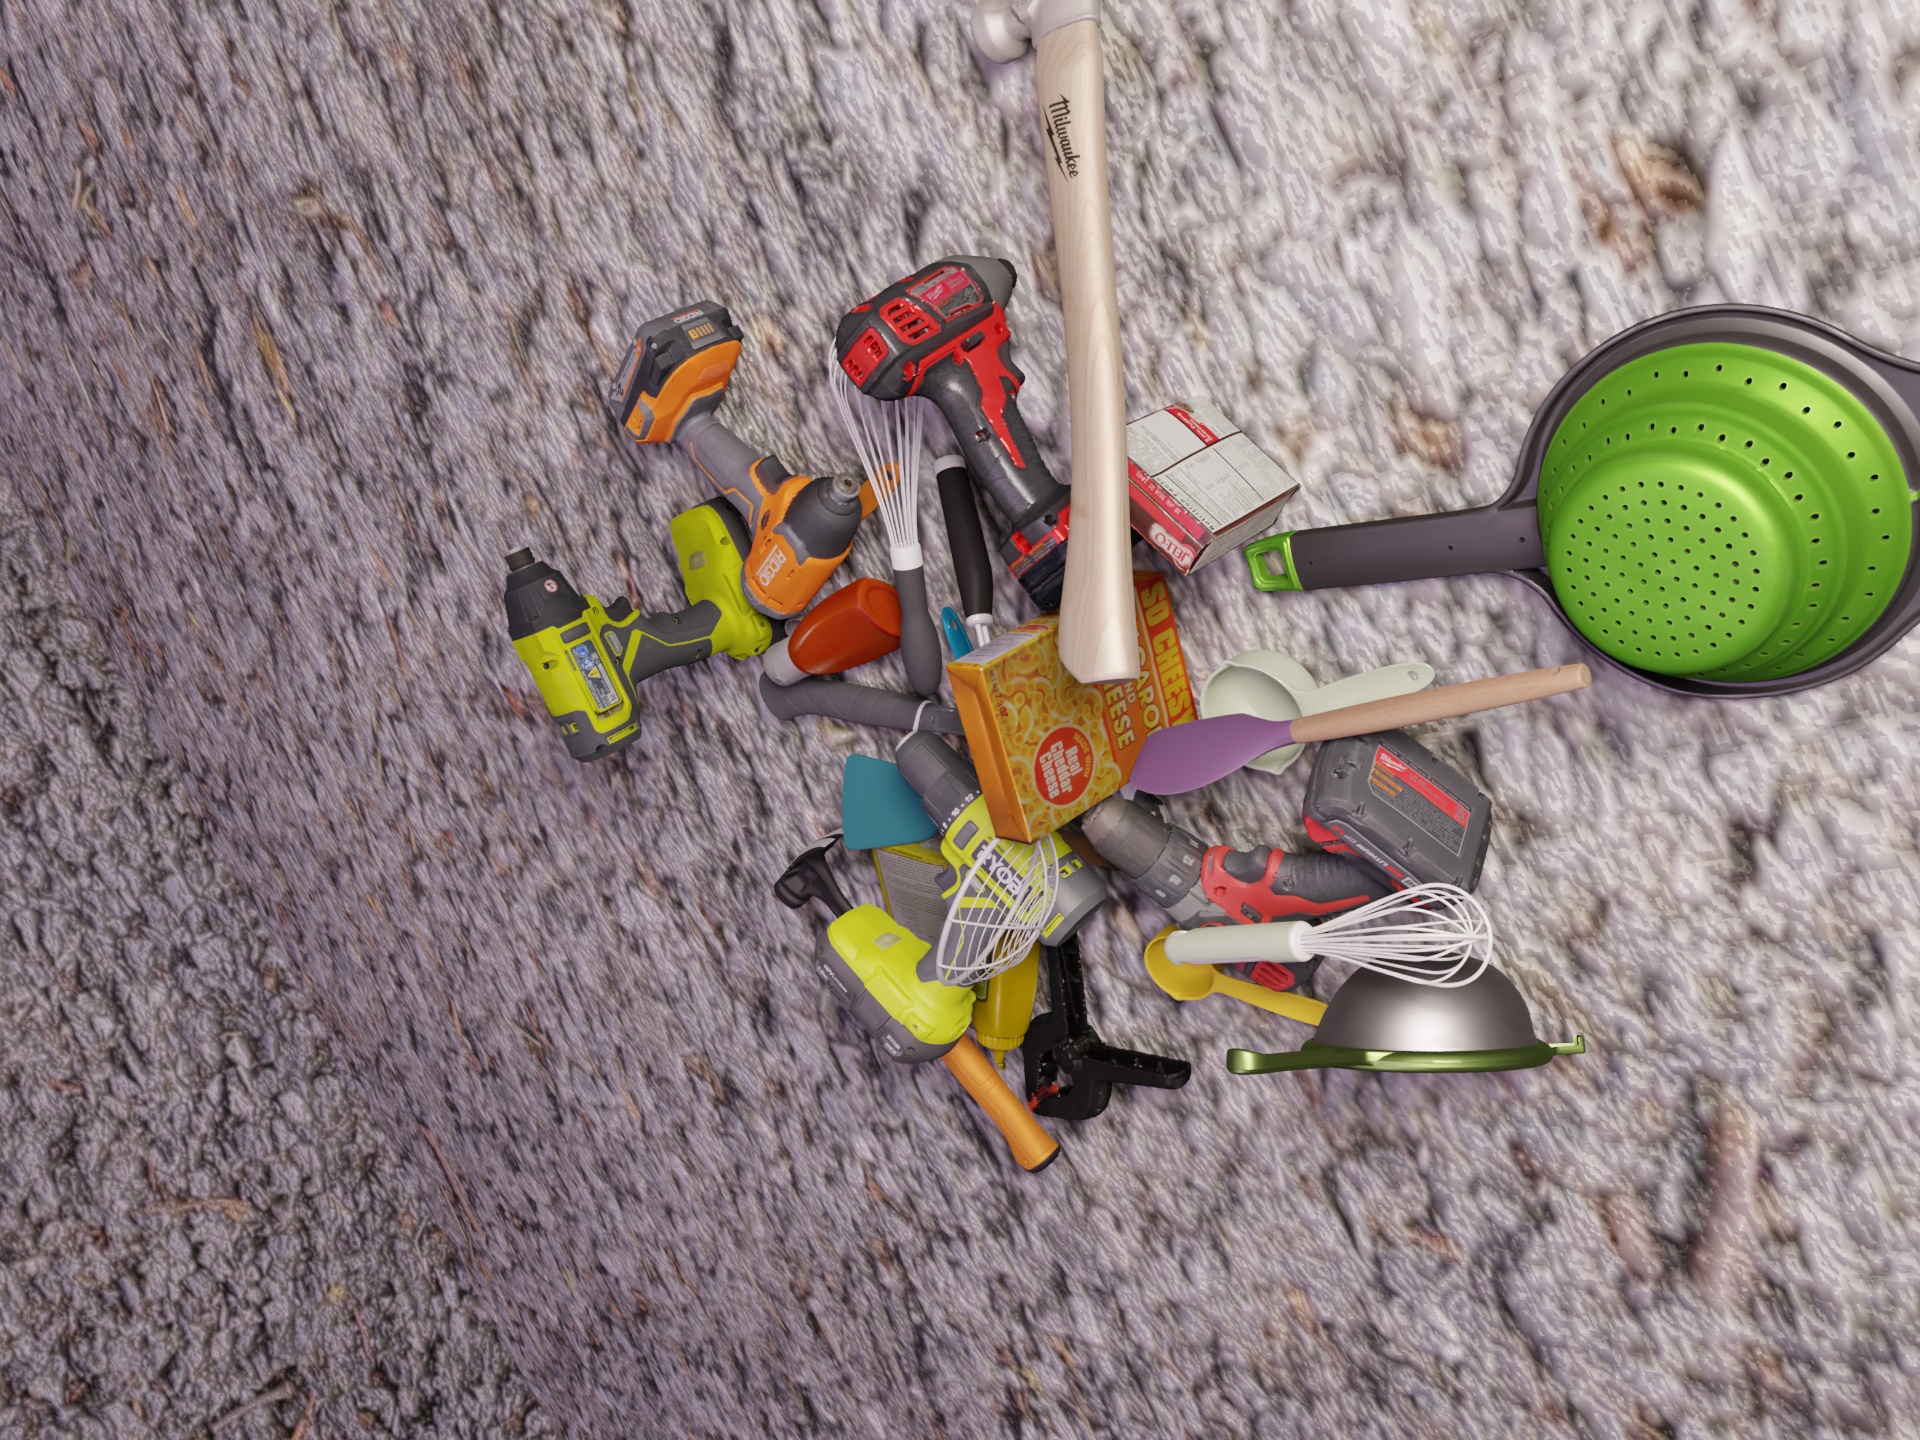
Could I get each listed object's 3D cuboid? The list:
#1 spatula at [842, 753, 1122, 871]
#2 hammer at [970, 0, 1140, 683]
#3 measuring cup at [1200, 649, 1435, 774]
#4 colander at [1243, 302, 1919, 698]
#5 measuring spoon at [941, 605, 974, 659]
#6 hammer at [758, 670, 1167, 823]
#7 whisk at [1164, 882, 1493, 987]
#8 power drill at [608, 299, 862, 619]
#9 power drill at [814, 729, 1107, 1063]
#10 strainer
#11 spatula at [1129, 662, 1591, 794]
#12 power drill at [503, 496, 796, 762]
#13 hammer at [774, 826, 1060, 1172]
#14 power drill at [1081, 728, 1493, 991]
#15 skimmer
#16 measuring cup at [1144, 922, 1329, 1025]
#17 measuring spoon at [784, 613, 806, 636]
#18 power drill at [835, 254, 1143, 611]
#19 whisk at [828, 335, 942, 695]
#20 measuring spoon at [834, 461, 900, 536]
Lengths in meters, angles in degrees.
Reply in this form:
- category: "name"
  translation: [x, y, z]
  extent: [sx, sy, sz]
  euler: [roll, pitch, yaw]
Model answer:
- category: "spatula"
  translation: [0.042, 0.090, 1.230]
  extent: [0.318, 0.044, 0.082]
  euler: [12, 106, 35]
- category: "hammer"
  translation: [0.078, -0.226, 0.874]
  extent: [0.146, 0.038, 0.411]
  euler: [-8, 84, 47]
- category: "measuring cup"
  translation: [0.226, -0.018, 0.989]
  extent: [0.167, 0.038, 0.083]
  euler: [-17, 105, 45]
- category: "colander"
  translation: [0.297, -0.086, 0.825]
  extent: [0.397, 0.094, 0.204]
  euler: [-2, 113, 46]
- category: "measuring spoon"
  translation: [0.020, -0.027, 1.160]
  extent: [0.042, 0.021, 0.129]
  euler: [-33, 79, 50]
- category: "hammer"
  translation: [-0.018, -0.005, 1.246]
  extent: [0.409, 0.036, 0.149]
  euler: [9, 120, 42]
- category: "whisk"
  translation: [0.215, 0.135, 0.968]
  extent: [0.246, 0.057, 0.059]
  euler: [-14, 82, 51]
- category: "power drill"
  translation: [-0.163, -0.205, 1.217]
  extent: [0.226, 0.084, 0.164]
  euler: [54, 144, 4]
- category: "power drill"
  translation: [-0.017, 0.136, 1.220]
  extent: [0.191, 0.080, 0.228]
  euler: [45, 123, 14]
- category: "strainer"
  translation: [0.248, 0.175, 0.960]
  extent: [0.151, 0.256, 0.069]
  euler: [-8, 79, 49]
- category: "spatula"
  translation: [0.215, 0.004, 0.923]
  extent: [0.018, 0.060, 0.316]
  euler: [42, 147, -26]
- category: "power drill"
  translation: [-0.252, -0.089, 1.280]
  extent: [0.080, 0.223, 0.171]
  euler: [-11, 107, 48]
- category: "hammer"
  translation: [-0.029, 0.241, 1.351]
  extent: [0.337, 0.034, 0.127]
  euler: [50, 143, 5]
- category: "power drill"
  translation: [0.199, 0.079, 1.012]
  extent: [0.188, 0.080, 0.226]
  euler: [36, 143, -9]
- category: "skimmer"
  translation: [-0.002, -0.004, 1.101]
  extent: [0.090, 0.127, 0.363]
  euler: [-15, 78, 18]
- category: "measuring cup"
  translation: [0.210, 0.188, 1.155]
  extent: [0.156, 0.029, 0.062]
  euler: [16, 126, 24]
- category: "measuring spoon"
  translation: [-0.096, -0.087, 1.290]
  extent: [0.124, 0.018, 0.034]
  euler: [-18, 124, 43]
- category: "power drill"
  translation: [0.036, -0.192, 0.997]
  extent: [0.219, 0.143, 0.078]
  euler: [51, 145, -2]
- category: "whisk"
  translation: [-0.043, -0.150, 1.146]
  extent: [0.070, 0.070, 0.284]
  euler: [12, 120, 41]
- category: "measuring spoon"
  translation: [-0.077, -0.165, 1.218]
  extent: [0.021, 0.011, 0.117]
  euler: [56, 140, 2]
